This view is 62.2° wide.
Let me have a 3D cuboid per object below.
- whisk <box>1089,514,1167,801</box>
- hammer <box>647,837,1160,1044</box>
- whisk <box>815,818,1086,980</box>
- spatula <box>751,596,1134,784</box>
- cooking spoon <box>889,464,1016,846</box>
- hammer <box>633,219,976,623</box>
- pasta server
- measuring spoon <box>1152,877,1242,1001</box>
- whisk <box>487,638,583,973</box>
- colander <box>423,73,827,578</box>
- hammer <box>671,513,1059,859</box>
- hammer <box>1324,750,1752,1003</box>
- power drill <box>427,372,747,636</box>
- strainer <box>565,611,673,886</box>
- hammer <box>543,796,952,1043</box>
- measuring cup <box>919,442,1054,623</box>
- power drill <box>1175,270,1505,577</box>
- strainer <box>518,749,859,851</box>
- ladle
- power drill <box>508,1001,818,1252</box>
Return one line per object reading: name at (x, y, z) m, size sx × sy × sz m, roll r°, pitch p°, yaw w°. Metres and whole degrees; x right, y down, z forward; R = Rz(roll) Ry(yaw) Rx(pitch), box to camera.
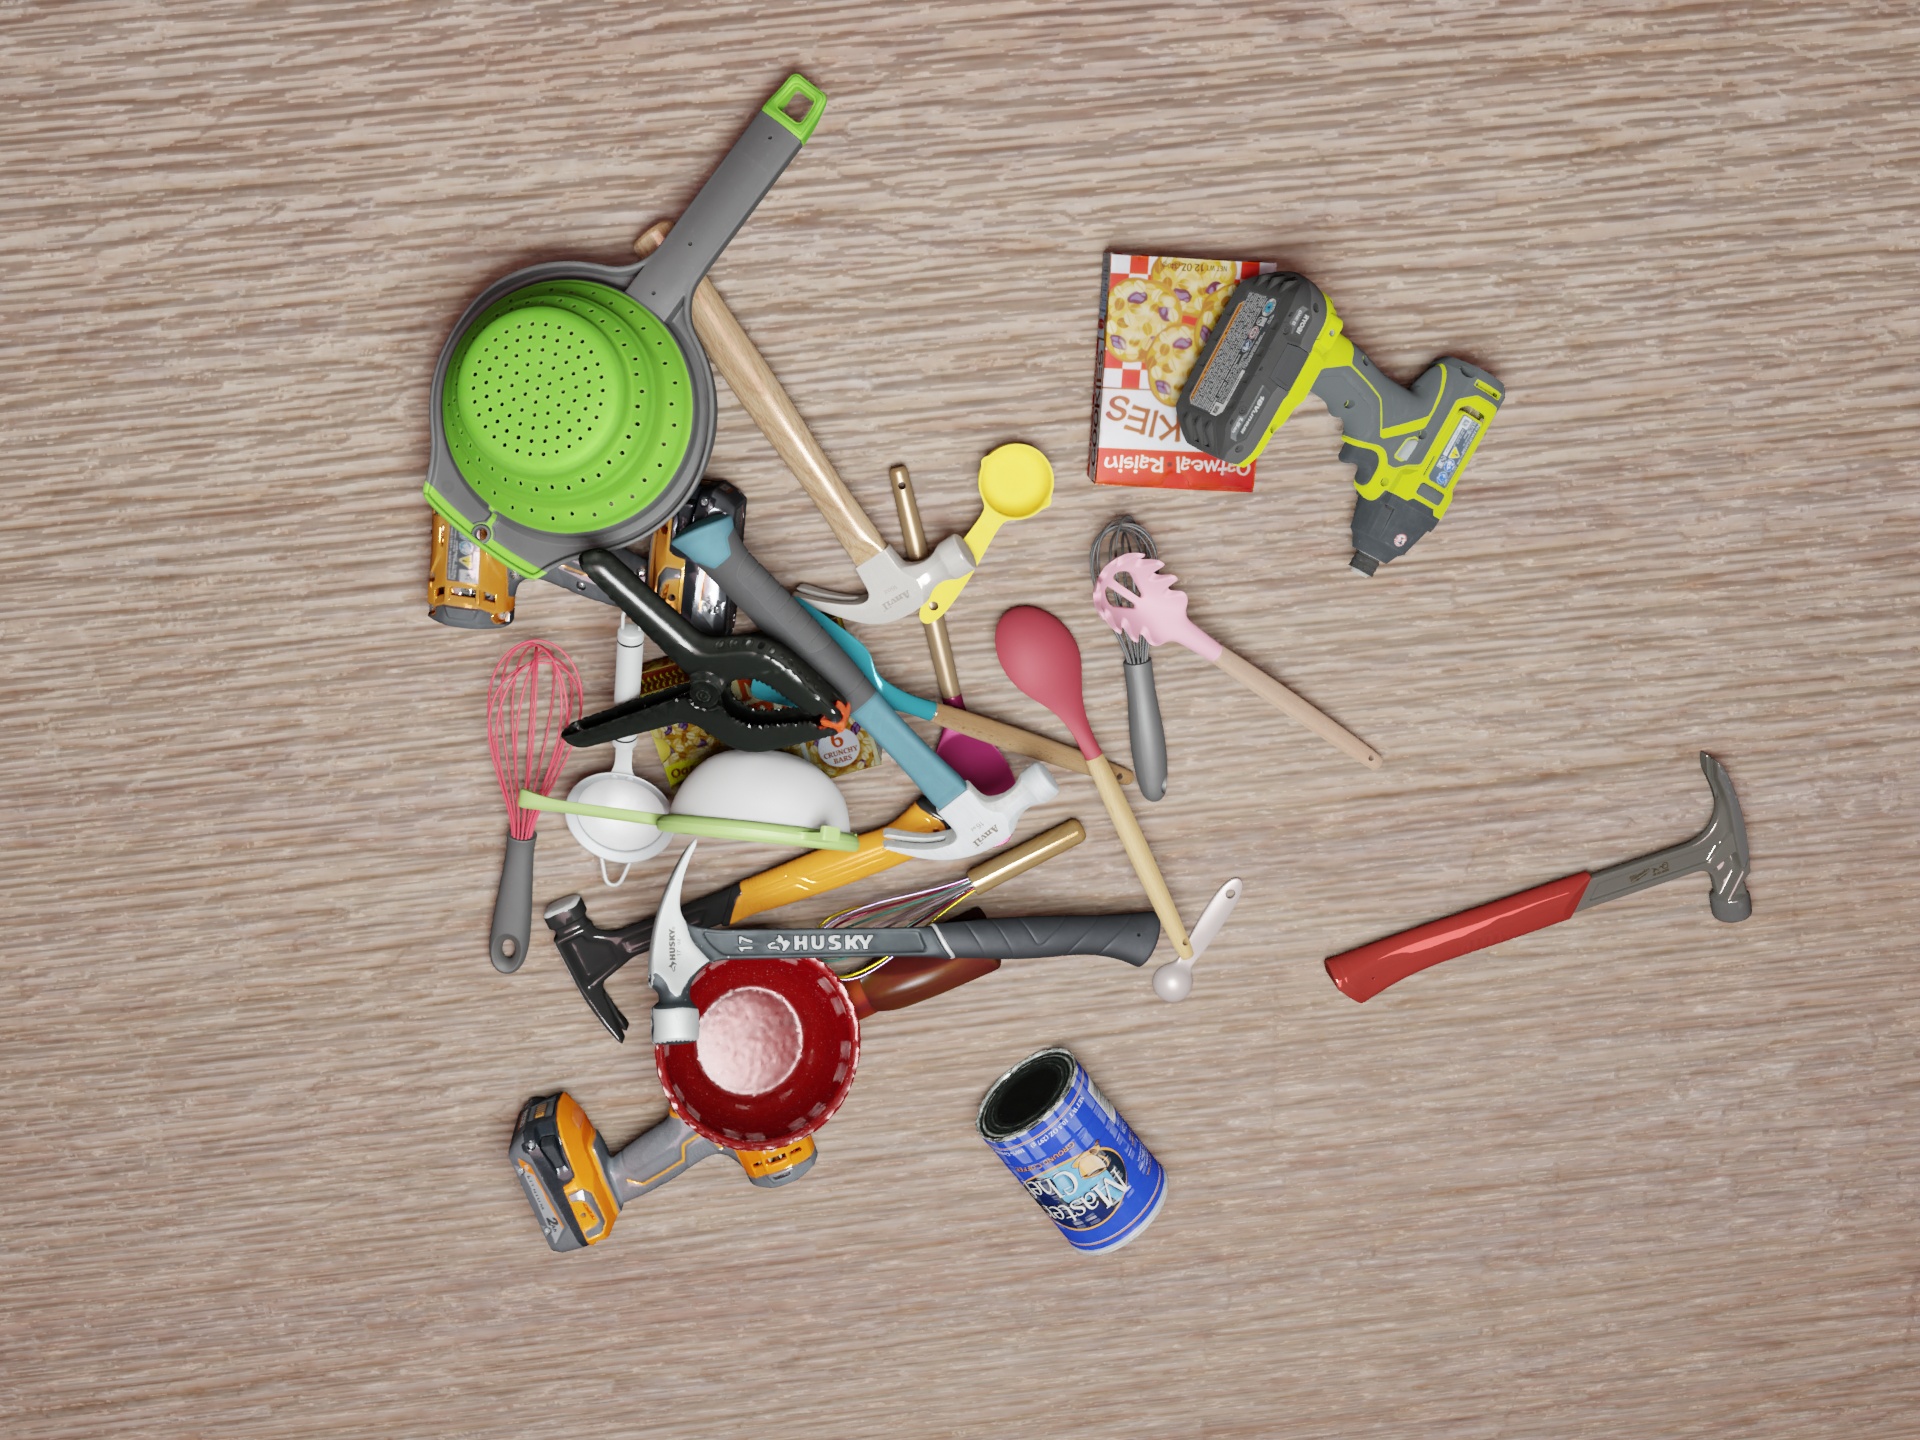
whisk at (0.138, -0.044, 1.243) m, size 0.055 × 0.055 × 0.238 m, roll -10°, pitch 111°, yaw 0°
hammer at (-0.034, 0.165, 1.225) m, size 0.408 × 0.036 × 0.149 m, roll 1°, pitch 75°, yaw -19°
whisk at (-0.012, 0.138, 1.282) m, size 0.245 × 0.047 × 0.051 m, roll -26°, pitch 134°, yaw -3°
spatula at (-0.002, -0.004, 1.232) m, size 0.317 × 0.044 × 0.082 m, roll 19°, pitch 98°, yaw -24°
cooking spoon at (-0.012, -0.044, 1.246) m, size 0.069 × 0.017 × 0.318 m, roll -12°, pitch 108°, yaw 3°
hammer at (-0.132, -0.214, 1.169) m, size 0.130 × 0.031 × 0.331 m, roll -31°, pitch 102°, yaw 19°
pasta server at (0.219, -0.037, 1.222) m, size 0.316 × 0.040 × 0.060 m, roll 31°, pitch 93°, yaw -25°
measuring spoon at (0.202, 0.185, 1.330) m, size 0.034 × 0.018 × 0.124 m, roll 27°, pitch 103°, yaw -11°
whisk at (-0.342, 0.072, 1.244) m, size 0.073 × 0.073 × 0.295 m, roll 10°, pitch 113°, yaw -7°
colander at (-0.224, -0.281, 1.074) m, size 0.204 × 0.094 × 0.397 m, roll 37°, pitch 92°, yaw 0°
hammer at (-0.080, -0.024, 1.160) m, size 0.128 × 0.033 × 0.330 m, roll -39°, pitch 108°, yaw 12°
hammer at (0.478, 0.149, 1.327) m, size 0.359 × 0.037 × 0.149 m, roll -19°, pitch 107°, yaw 2°
power drill at (-0.275, -0.151, 1.169) m, size 0.226 × 0.084 × 0.185 m, roll 7°, pitch 105°, yaw -1°
strainer at (-0.253, 0.019, 1.207) m, size 0.087 × 0.050 × 0.258 m, roll 10°, pitch 128°, yaw -4°
hammer at (-0.158, 0.147, 1.281) m, size 0.337 × 0.034 × 0.127 m, roll -22°, pitch 106°, yaw 5°
measuring cup at (0.014, -0.142, 1.211) m, size 0.062 × 0.029 × 0.156 m, roll 32°, pitch 102°, yaw -12°
power drill at (0.276, -0.212, 1.159) m, size 0.223 × 0.080 × 0.171 m, roll 21°, pitch 103°, yaw -29°
strainer at (-0.198, 0.050, 1.181) m, size 0.256 × 0.151 × 0.069 m, roll 7°, pitch 84°, yaw 3°
ladle at (0.114, 0.052, 1.251) m, size 0.069 × 0.031 × 0.315 m, roll -32°, pitch 102°, yaw -27°
power drill at (-0.250, 0.332, 1.316) m, size 0.226 × 0.084 × 0.164 m, roll -19°, pitch 107°, yaw -2°
